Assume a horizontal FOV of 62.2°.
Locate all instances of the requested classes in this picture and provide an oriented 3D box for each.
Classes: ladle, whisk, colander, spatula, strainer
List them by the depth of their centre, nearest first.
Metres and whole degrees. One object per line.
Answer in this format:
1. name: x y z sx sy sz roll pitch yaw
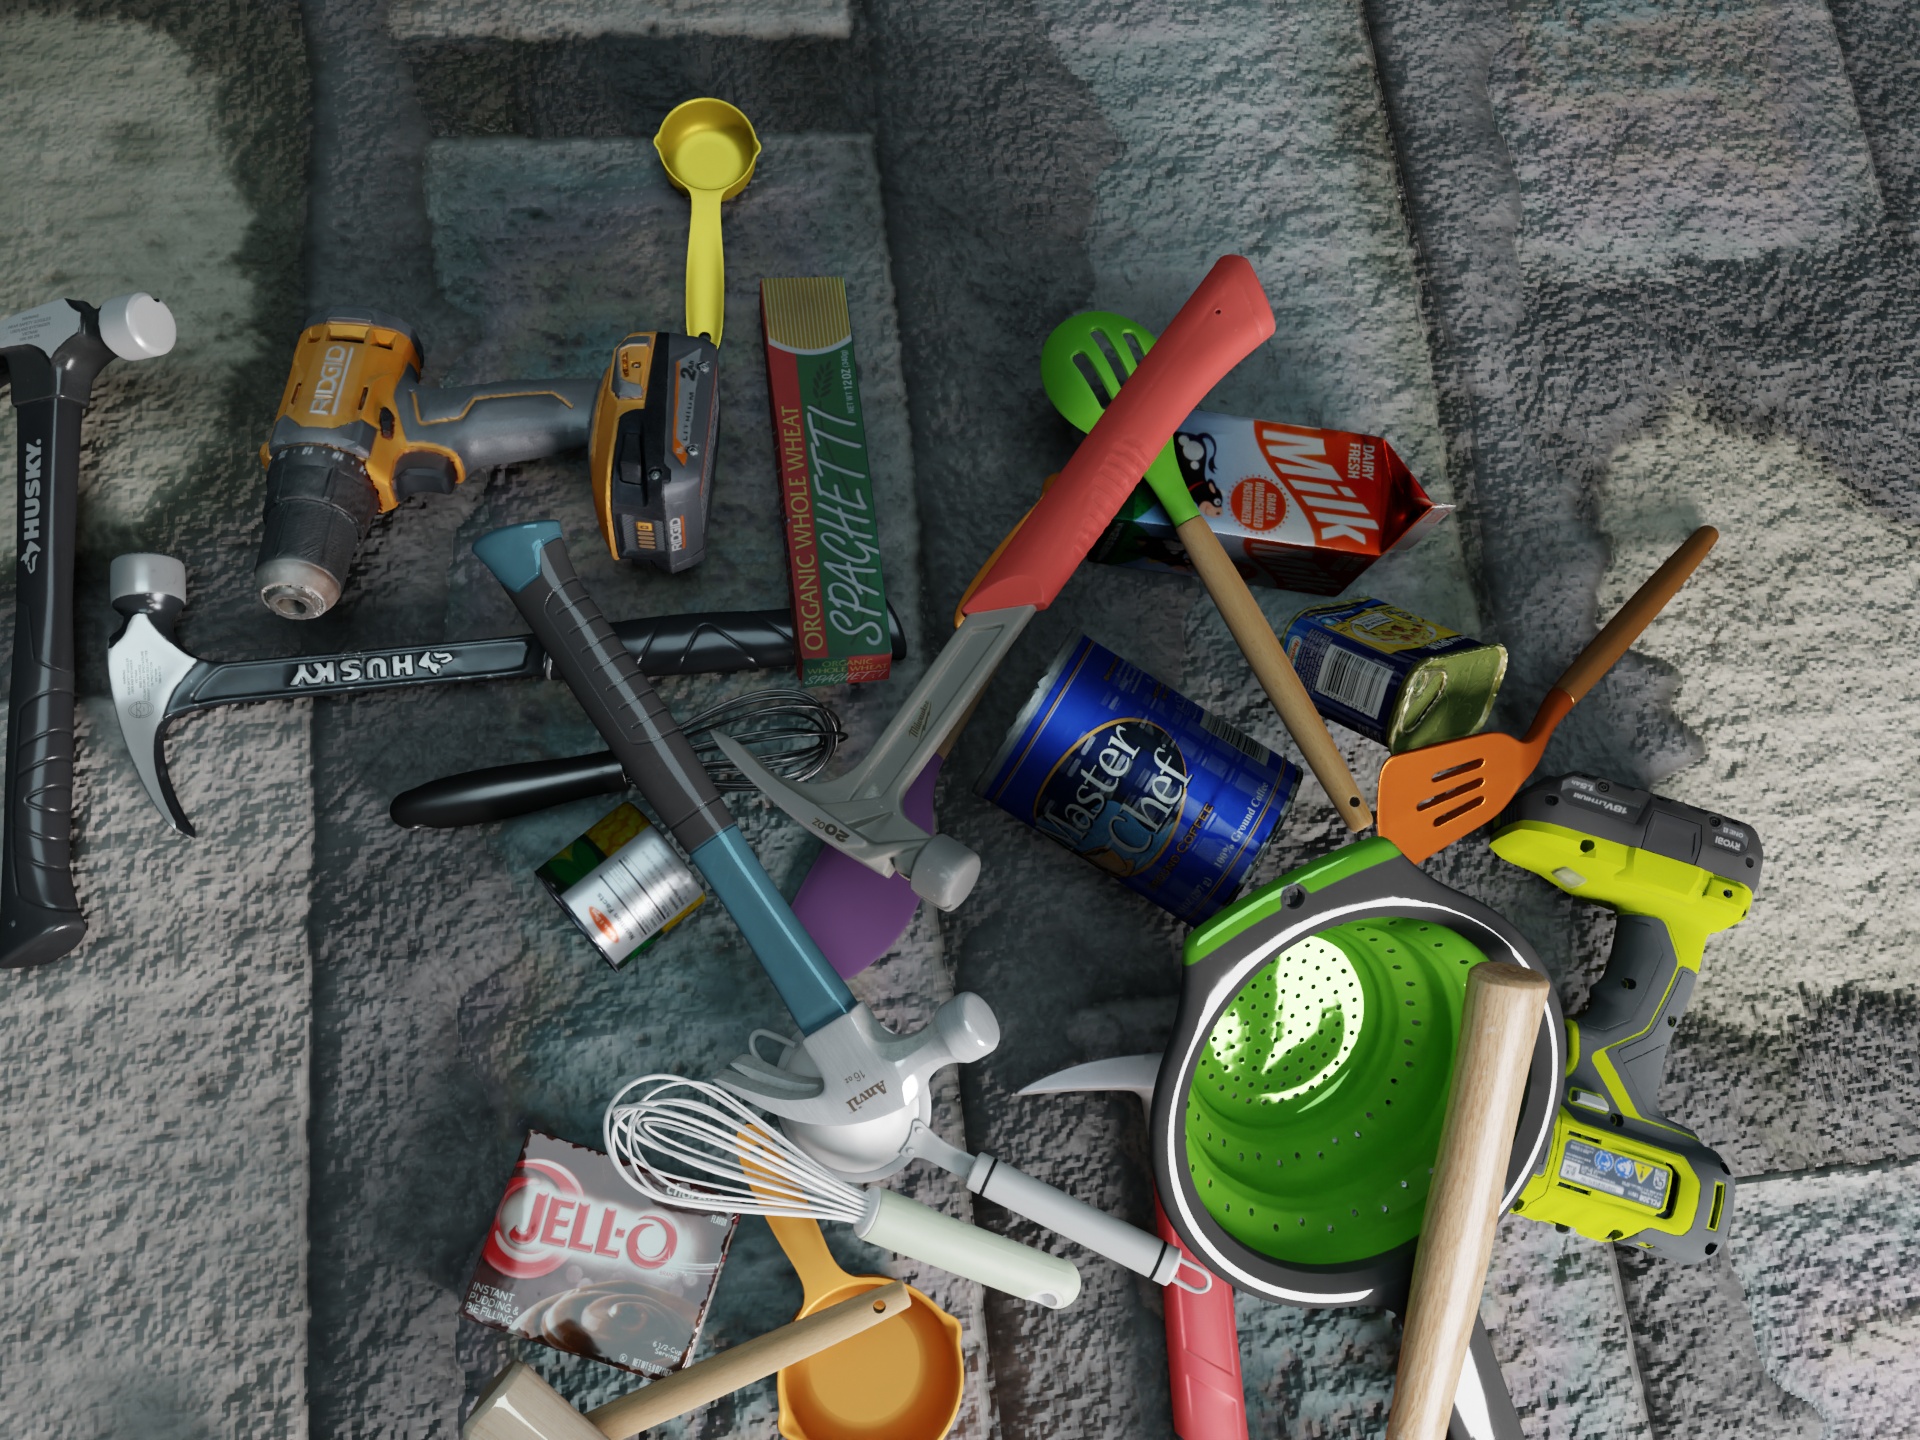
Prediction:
1. ladle: -0.172 0.324 0.724 0.320 0.062 0.078 -22 80 -7
2. whisk: -0.050 0.225 0.739 0.246 0.057 0.059 26 46 -16
3. colander: 0.199 0.231 0.770 0.204 0.094 0.396 -26 108 -9
4. strainer: 0.003 0.217 0.777 0.258 0.050 0.087 24 103 9
5. whisk: -0.177 0.026 0.828 0.239 0.055 0.055 -11 77 -5
6. spatula: -0.001 -0.003 0.870 0.060 0.018 0.316 29 76 0
7. spatula: 0.337 -0.028 0.885 0.041 0.081 0.322 22 49 40

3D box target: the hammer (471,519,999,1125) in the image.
1. hammer: -0.123 0.043 0.745 0.128 0.033 0.331 -35 87 20

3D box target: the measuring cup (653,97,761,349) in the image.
1. measuring cup: -0.149 -0.283 0.931 0.062 0.029 0.156 1 87 -7

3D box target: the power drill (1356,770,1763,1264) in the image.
1. power drill: 0.318 0.150 0.841 0.190 0.080 0.228 18 76 4

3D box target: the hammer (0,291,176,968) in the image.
1. hammer: -0.466 -0.045 0.801 0.146 0.035 0.335 -6 81 18

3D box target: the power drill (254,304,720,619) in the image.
1. power drill: -0.245 -0.129 0.826 0.226 0.084 0.186 3 57 -4

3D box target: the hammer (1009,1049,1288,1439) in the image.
1. hammer: 0.109 0.360 0.778 0.143 0.038 0.386 -2 75 -6

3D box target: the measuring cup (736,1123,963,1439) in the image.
1. measuring cup: -0.065 0.276 0.772 0.095 0.052 0.174 -27 78 -13

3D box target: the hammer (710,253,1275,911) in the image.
1. hammer: 0.035 -0.089 0.790 0.149 0.036 0.359 32 80 21

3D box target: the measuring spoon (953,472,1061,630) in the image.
1. measuring spoon: 0.031 -0.096 0.904 0.021 0.011 0.117 34 74 3

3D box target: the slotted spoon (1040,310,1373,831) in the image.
1. slotted spoon: 0.134 -0.083 0.833 0.070 0.031 0.314 -27 84 -10

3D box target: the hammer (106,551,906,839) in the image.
1. hammer: -0.232 -0.029 0.842 0.409 0.036 0.149 -5 77 -9

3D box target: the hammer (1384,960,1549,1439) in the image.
1. hammer: 0.218 0.269 0.717 0.130 0.031 0.331 5 101 -16

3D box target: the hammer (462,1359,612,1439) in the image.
1. hammer: -0.043 0.415 0.690 0.410 0.038 0.146 43 92 -4
